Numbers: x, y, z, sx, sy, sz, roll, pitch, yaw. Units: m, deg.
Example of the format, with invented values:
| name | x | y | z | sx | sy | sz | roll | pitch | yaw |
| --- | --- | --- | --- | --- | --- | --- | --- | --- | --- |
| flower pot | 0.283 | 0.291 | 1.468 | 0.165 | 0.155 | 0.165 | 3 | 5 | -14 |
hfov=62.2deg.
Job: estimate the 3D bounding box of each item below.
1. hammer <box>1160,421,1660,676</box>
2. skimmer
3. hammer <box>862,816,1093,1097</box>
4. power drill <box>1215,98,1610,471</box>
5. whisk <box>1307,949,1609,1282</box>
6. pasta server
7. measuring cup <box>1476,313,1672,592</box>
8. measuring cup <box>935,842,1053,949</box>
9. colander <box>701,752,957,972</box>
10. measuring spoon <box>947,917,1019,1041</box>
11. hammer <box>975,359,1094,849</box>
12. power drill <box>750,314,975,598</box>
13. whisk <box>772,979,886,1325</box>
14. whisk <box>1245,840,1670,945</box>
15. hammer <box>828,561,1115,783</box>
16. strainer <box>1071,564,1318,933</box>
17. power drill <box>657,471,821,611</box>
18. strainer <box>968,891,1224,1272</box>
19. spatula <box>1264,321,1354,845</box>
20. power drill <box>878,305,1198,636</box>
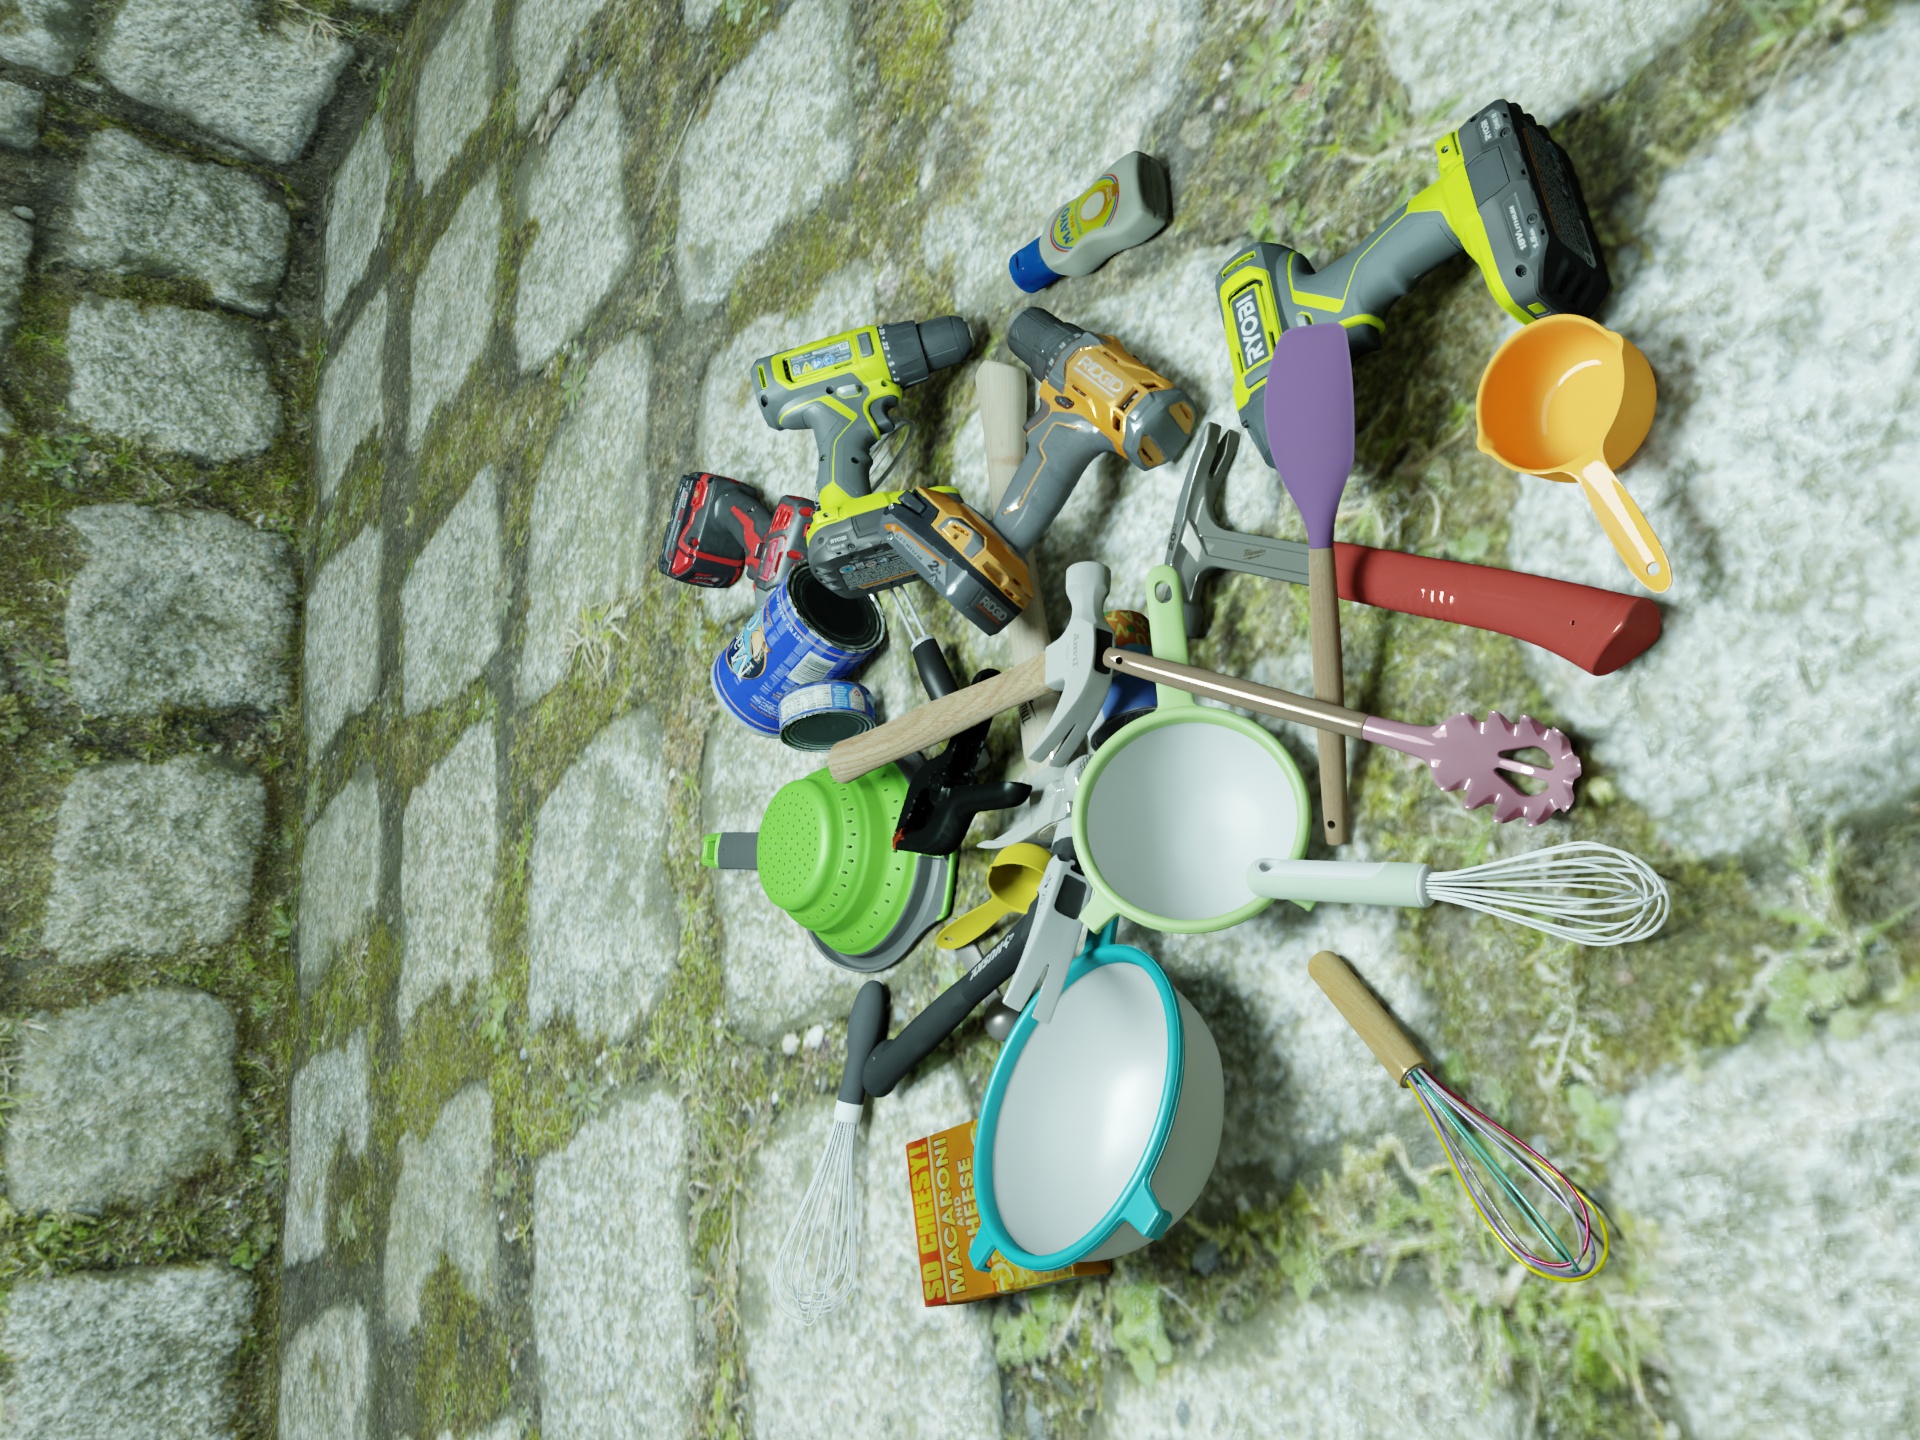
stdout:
| name | x | y | z | sx | sy | sz | roll | pitch | yaw |
| --- | --- | --- | --- | --- | --- | --- | --- | --- | --- |
| hammer | 0.260 | -0.097 | 0.978 | 0.359 | 0.036 | 0.149 | 21 | 98 | 53 |
| skimmer | -0.036 | -0.113 | 1.369 | 0.127 | 0.090 | 0.364 | -40 | 62 | 30 |
| hammer | 0.002 | 0.208 | 1.175 | 0.334 | 0.035 | 0.146 | -51 | 16 | 47 |
| power drill | 0.262 | -0.249 | 0.962 | 0.223 | 0.080 | 0.171 | -28 | 60 | 41 |
| whisk | 0.271 | 0.214 | 0.891 | 0.047 | 0.051 | 0.245 | -45 | 41 | 9 |
| pasta server | 0.215 | -0.003 | 0.950 | 0.316 | 0.040 | 0.060 | 18 | 97 | 35 |
| measuring cup | 0.350 | -0.139 | 0.862 | 0.095 | 0.052 | 0.174 | -41 | 58 | 39 |
| measuring cup | 0.026 | 0.138 | 1.218 | 0.156 | 0.062 | 0.029 | -42 | 16 | 48 |
| colander | -0.159 | 0.114 | 1.418 | 0.397 | 0.094 | 0.204 | -5 | 77 | 51 |
| measuring spoon | 0.011 | 0.199 | 1.241 | 0.034 | 0.018 | 0.124 | -58 | 41 | 26 |
| hammer | 0.043 | -0.101 | 1.254 | 0.146 | 0.038 | 0.411 | -39 | 50 | 51 |
| power drill | -0.063 | -0.232 | 1.329 | 0.190 | 0.080 | 0.229 | -16 | 66 | 4 |
| whisk | -0.099 | 0.357 | 1.320 | 0.070 | 0.070 | 0.285 | 4 | 81 | 53 |
| whisk | 0.266 | 0.092 | 0.884 | 0.246 | 0.058 | 0.059 | -2 | 117 | 42 |
| hammer | -0.002 | -0.004 | 1.181 | 0.331 | 0.031 | 0.130 | -24 | 57 | 50 |
| strainer | 0.148 | 0.023 | 1.050 | 0.151 | 0.069 | 0.257 | -8 | 66 | 11 |
| power drill | -0.208 | -0.163 | 1.570 | 0.220 | 0.078 | 0.143 | 26 | 102 | 49 |
| strainer | 0.116 | 0.207 | 1.063 | 0.211 | 0.095 | 0.341 | -34 | 35 | 49 |
| spatula | 0.219 | -0.079 | 0.968 | 0.060 | 0.018 | 0.316 | 1 | 100 | 40 |
| power drill | 0.042 | -0.198 | 1.191 | 0.226 | 0.084 | 0.186 | -47 | 54 | 5 |
